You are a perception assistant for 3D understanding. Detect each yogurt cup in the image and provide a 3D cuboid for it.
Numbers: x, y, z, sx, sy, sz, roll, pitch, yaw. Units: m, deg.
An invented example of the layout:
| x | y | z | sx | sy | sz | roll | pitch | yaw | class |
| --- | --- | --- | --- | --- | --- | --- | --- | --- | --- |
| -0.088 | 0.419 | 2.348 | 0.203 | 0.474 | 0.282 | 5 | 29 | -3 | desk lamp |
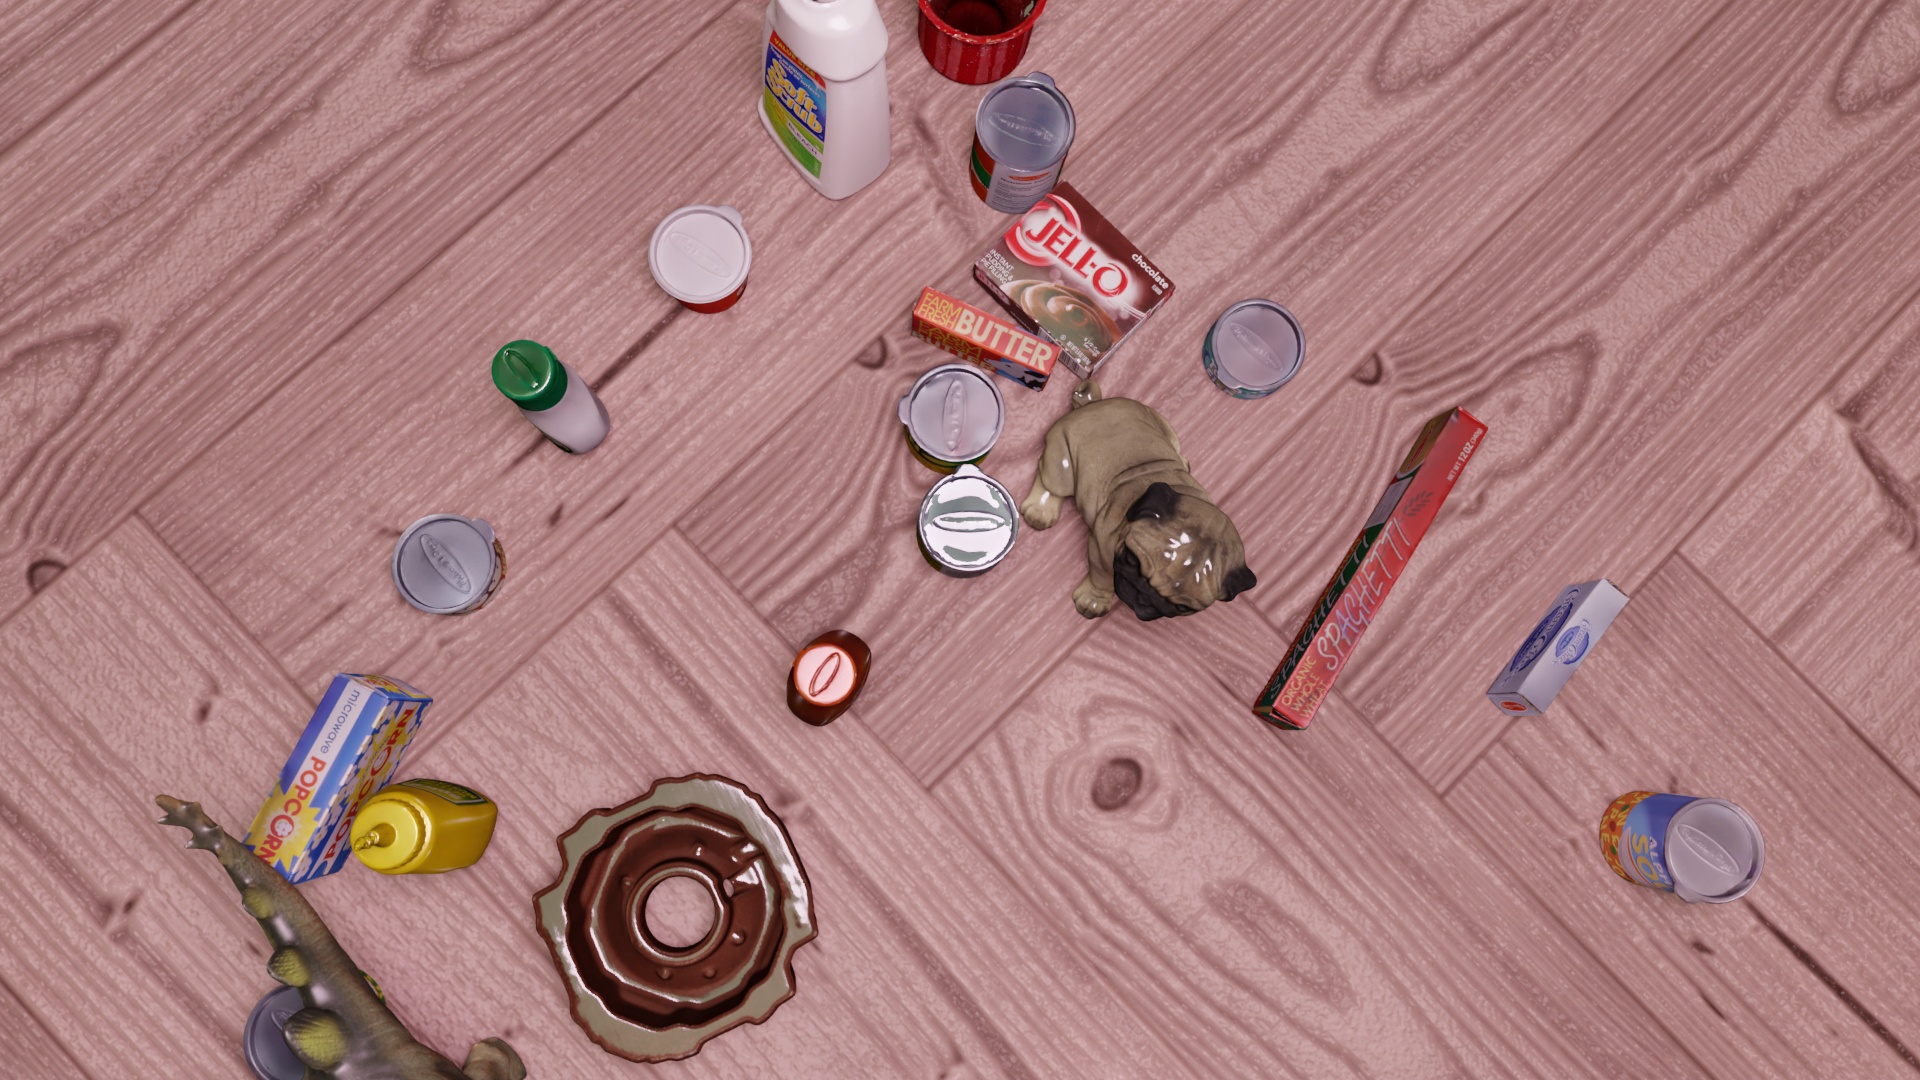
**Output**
| x | y | z | sx | sy | sz | roll | pitch | yaw | class |
| --- | --- | --- | --- | --- | --- | --- | --- | --- | --- |
| -0.174 | -0.187 | 0.944 | 0.072 | 0.054 | 0.072 | 0 | 83 | -4 | yogurt cup |

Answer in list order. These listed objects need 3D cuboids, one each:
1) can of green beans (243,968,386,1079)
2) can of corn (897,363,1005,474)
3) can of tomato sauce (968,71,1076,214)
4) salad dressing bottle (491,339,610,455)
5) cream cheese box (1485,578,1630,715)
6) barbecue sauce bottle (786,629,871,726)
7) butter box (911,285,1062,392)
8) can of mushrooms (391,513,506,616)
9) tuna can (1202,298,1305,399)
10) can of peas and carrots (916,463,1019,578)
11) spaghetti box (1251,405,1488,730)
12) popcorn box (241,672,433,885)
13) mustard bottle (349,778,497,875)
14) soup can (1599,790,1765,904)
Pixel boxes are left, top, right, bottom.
| x | y | z | sx | sy | sz | roll | pitch | yaw | class |
| --- | --- | --- | --- | --- | --- | --- | --- | --- | --- |
| -0.398 | 0.301 | 0.861 | 0.071 | 0.057 | 0.071 | 0 | 83 | -4 | can of green beans |
| -0.008 | -0.081 | 0.939 | 0.071 | 0.058 | 0.071 | 0 | 83 | -4 | can of corn |
| 0.041 | -0.271 | 0.955 | 0.071 | 0.083 | 0.071 | 0 | 83 | -4 | can of tomato sauce |
| -0.259 | -0.092 | 0.878 | 0.044 | 0.147 | 0.064 | -40 | 87 | -7 | salad dressing bottle |
| 0.406 | 0.073 | 0.948 | 0.024 | 0.053 | 0.104 | 40 | 82 | 2 | cream cheese box |
| -0.083 | 0.085 | 0.866 | 0.044 | 0.148 | 0.065 | 33 | 82 | 1 | barbecue sauce bottle |
| 0.016 | -0.137 | 0.950 | 0.103 | 0.053 | 0.024 | 24 | 82 | 0 | butter box |
| -0.334 | 0.015 | 0.916 | 0.071 | 0.033 | 0.071 | 0 | 82 | -4 | can of mushrooms |
| 0.203 | -0.131 | 0.972 | 0.071 | 0.033 | 0.071 | 0 | 82 | -4 | tuna can |
| 0.003 | -0.012 | 0.930 | 0.071 | 0.058 | 0.071 | 0 | 83 | -4 | can of peas and carrots |
| 0.279 | 0.020 | 0.948 | 0.029 | 0.050 | 0.250 | 33 | 82 | 1 | spaghetti box |
| -0.389 | 0.147 | 0.869 | 0.038 | 0.085 | 0.127 | 26 | 82 | 0 | popcorn box |
| -0.326 | 0.172 | 0.832 | 0.065 | 0.160 | 0.049 | 18 | 82 | -1 | mustard bottle |
| 0.474 | 0.203 | 0.920 | 0.071 | 0.083 | 0.071 | 0 | 83 | -4 | soup can |
